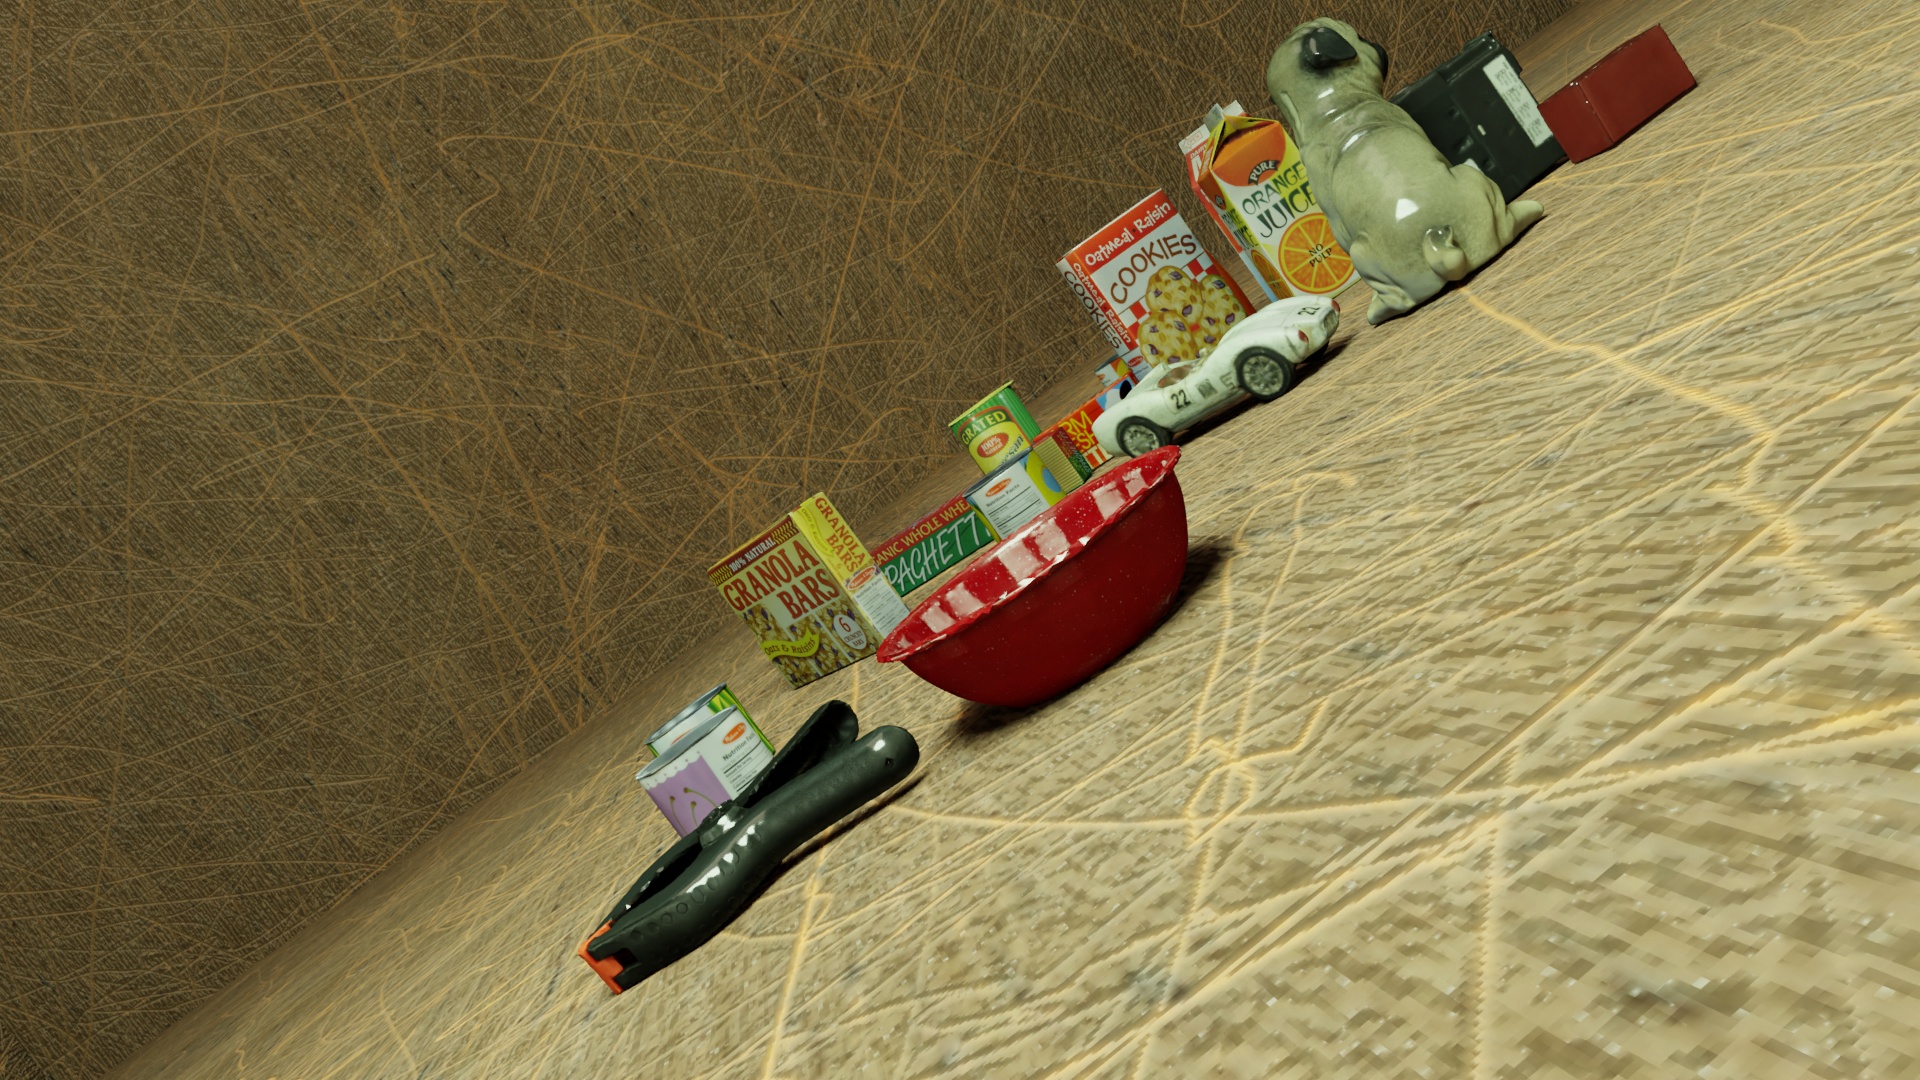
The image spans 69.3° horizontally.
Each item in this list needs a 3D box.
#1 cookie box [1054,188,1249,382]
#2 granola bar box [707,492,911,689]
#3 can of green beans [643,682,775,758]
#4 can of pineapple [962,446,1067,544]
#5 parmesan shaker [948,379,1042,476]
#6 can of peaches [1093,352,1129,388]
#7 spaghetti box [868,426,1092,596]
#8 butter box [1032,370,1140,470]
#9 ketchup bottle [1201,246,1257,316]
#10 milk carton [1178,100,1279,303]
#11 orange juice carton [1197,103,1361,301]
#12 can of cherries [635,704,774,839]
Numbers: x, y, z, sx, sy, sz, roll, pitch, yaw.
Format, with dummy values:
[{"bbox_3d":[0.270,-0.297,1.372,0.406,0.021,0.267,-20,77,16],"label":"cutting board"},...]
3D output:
[{"bbox_3d":[0.183,-0.223,1.284,0.123,0.167,0.040,-38,6,-25],"label":"cookie box"},{"bbox_3d":[-0.122,0.044,1.096,0.039,0.124,0.165,-40,6,-36],"label":"granola bar box"},{"bbox_3d":[-0.166,0.137,0.923,0.071,0.058,0.071,-35,5,4],"label":"can of green beans"},{"bbox_3d":[0.045,-0.031,1.064,0.071,0.058,0.071,-35,5,4],"label":"can of pineapple"},{"bbox_3d":[0.048,-0.082,1.242,0.071,0.103,0.071,-35,5,4],"label":"parmesan shaker"},{"bbox_3d":[0.181,-0.169,1.412,0.071,0.058,0.071,-35,5,4],"label":"can of peaches"},{"bbox_3d":[0.004,-0.015,1.220,0.249,0.050,0.029,-32,6,31],"label":"spaghetti box"},{"bbox_3d":[0.118,-0.094,1.185,0.103,0.053,0.024,-34,5,20],"label":"butter box"},{"bbox_3d":[0.236,-0.264,1.400,0.064,0.148,0.044,-31,7,46],"label":"ketchup bottle"},{"bbox_3d":[0.285,-0.312,1.298,0.072,0.190,0.074,-32,6,36],"label":"milk carton"},{"bbox_3d":[0.271,-0.294,1.209,0.073,0.192,0.072,-35,5,4],"label":"orange juice carton"},{"bbox_3d":[-0.135,0.133,0.761,0.071,0.058,0.071,-35,5,4],"label":"can of cherries"}]
